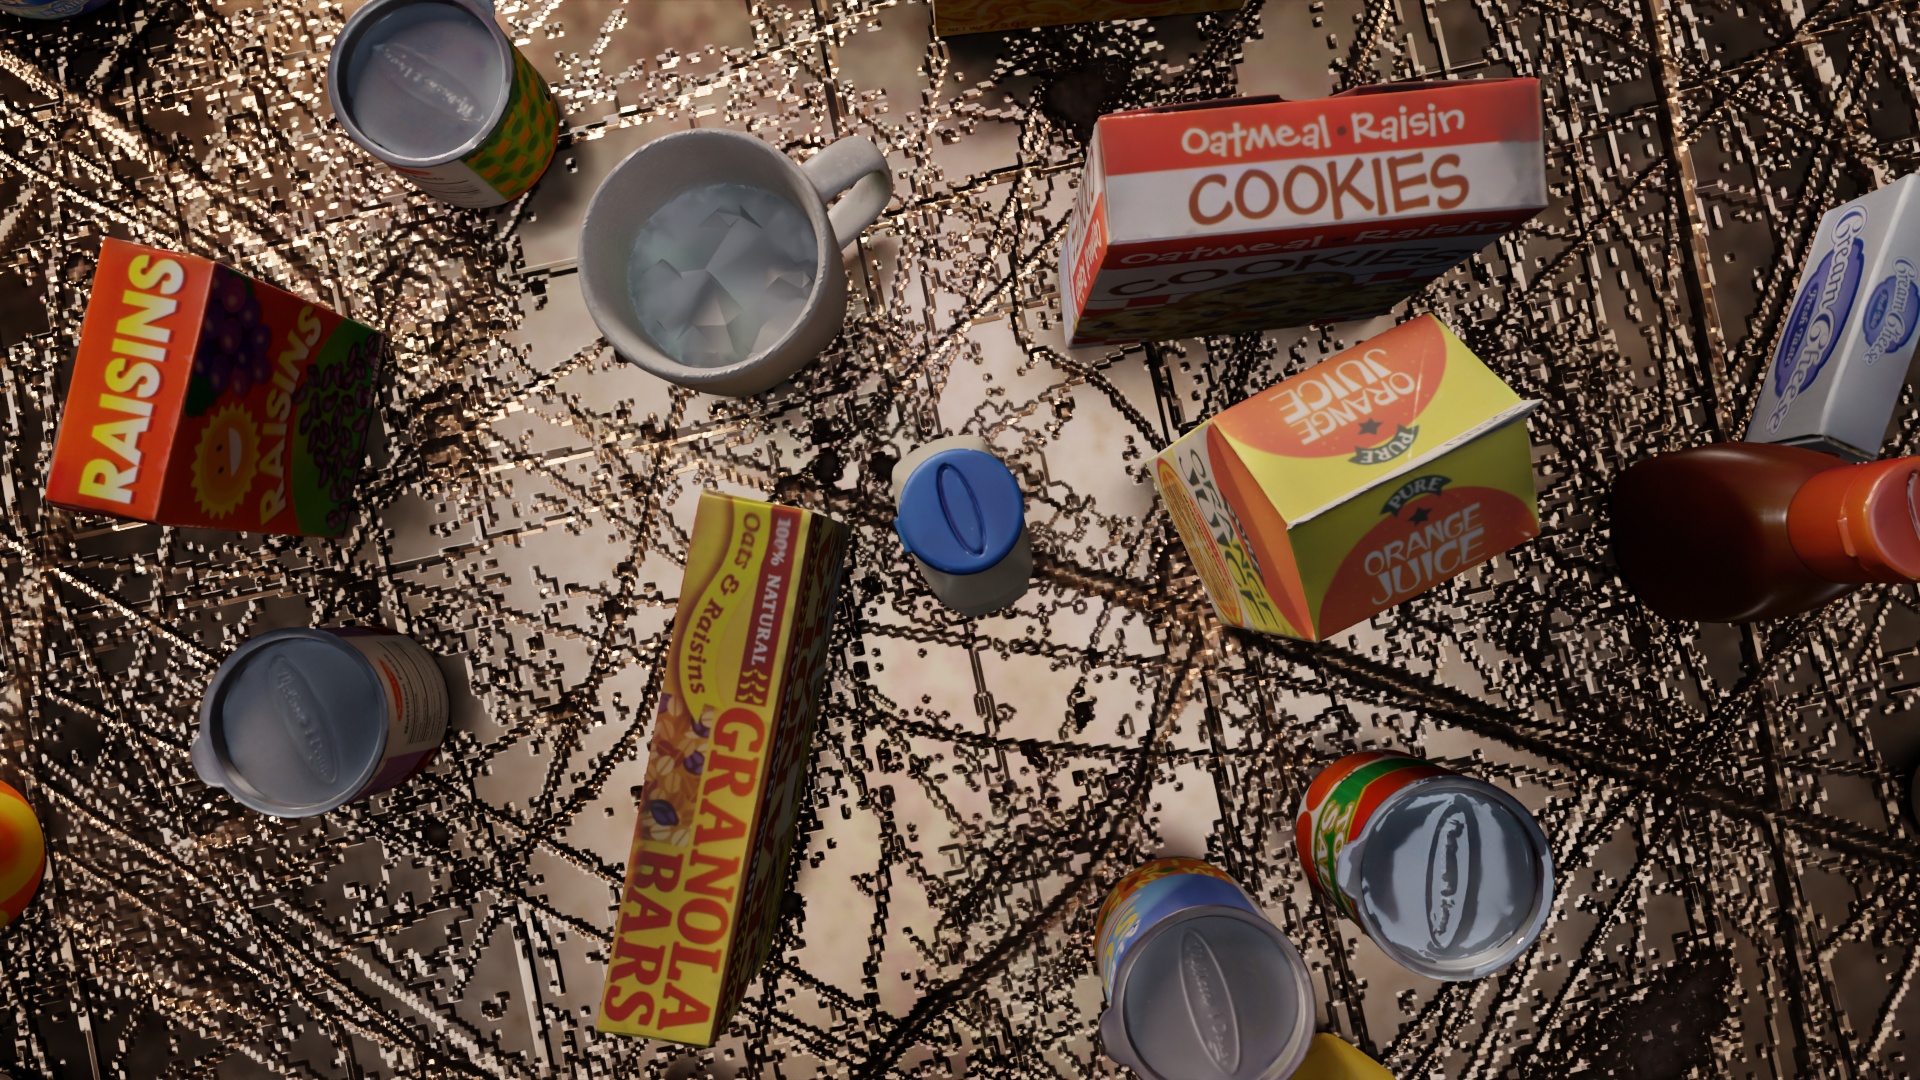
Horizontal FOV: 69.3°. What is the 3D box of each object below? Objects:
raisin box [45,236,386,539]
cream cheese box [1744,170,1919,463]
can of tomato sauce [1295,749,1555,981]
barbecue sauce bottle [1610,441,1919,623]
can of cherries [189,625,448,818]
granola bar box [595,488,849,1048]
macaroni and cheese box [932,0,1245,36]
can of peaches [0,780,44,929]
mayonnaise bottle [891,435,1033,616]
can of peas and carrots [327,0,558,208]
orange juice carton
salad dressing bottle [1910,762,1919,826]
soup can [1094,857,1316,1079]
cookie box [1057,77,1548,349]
[{"bbox_3d":[-0.252,-0.047,0.482,0.040,0.123,0.086,12,88,1],"label":"raisin box"},{"bbox_3d":[0.329,-0.079,0.514,0.024,0.053,0.104,21,88,1],"label":"cream cheese box"},{"bbox_3d":[0.158,0.111,0.492,0.071,0.083,0.071,0,88,1],"label":"can of tomato sauce"},{"bbox_3d":[0.272,-0.004,0.463,0.044,0.148,0.065,-15,88,0],"label":"barbecue sauce bottle"},{"bbox_3d":[-0.233,0.065,0.509,0.071,0.058,0.071,0,88,0],"label":"can of cherries"},{"bbox_3d":[-0.075,0.070,0.475,0.039,0.124,0.165,10,88,1],"label":"granola bar box"},{"bbox_3d":[0.049,-0.224,0.466,0.124,0.166,0.040,-5,88,0],"label":"macaroni and cheese box"},{"bbox_3d":[-0.385,0.123,0.508,0.071,0.058,0.071,0,88,0],"label":"can of peaches"},{"bbox_3d":[0.002,-0.006,0.466,0.041,0.148,0.065,-22,88,0],"label":"mayonnaise bottle"},{"bbox_3d":[-0.189,-0.166,0.519,0.071,0.058,0.071,0,88,0],"label":"can of peas and carrots"},{"bbox_3d":[0.116,-0.016,0.443,0.072,0.192,0.073,-25,88,0],"label":"orange juice carton"},{"bbox_3d":[0.385,0.095,0.459,0.064,0.147,0.044,24,89,1],"label":"salad dressing bottle"},{"bbox_3d":[0.080,0.153,0.490,0.071,0.084,0.071,0,88,1],"label":"soup can"},{"bbox_3d":[0.099,-0.102,0.459,0.123,0.167,0.040,-6,88,0],"label":"cookie box"}]
